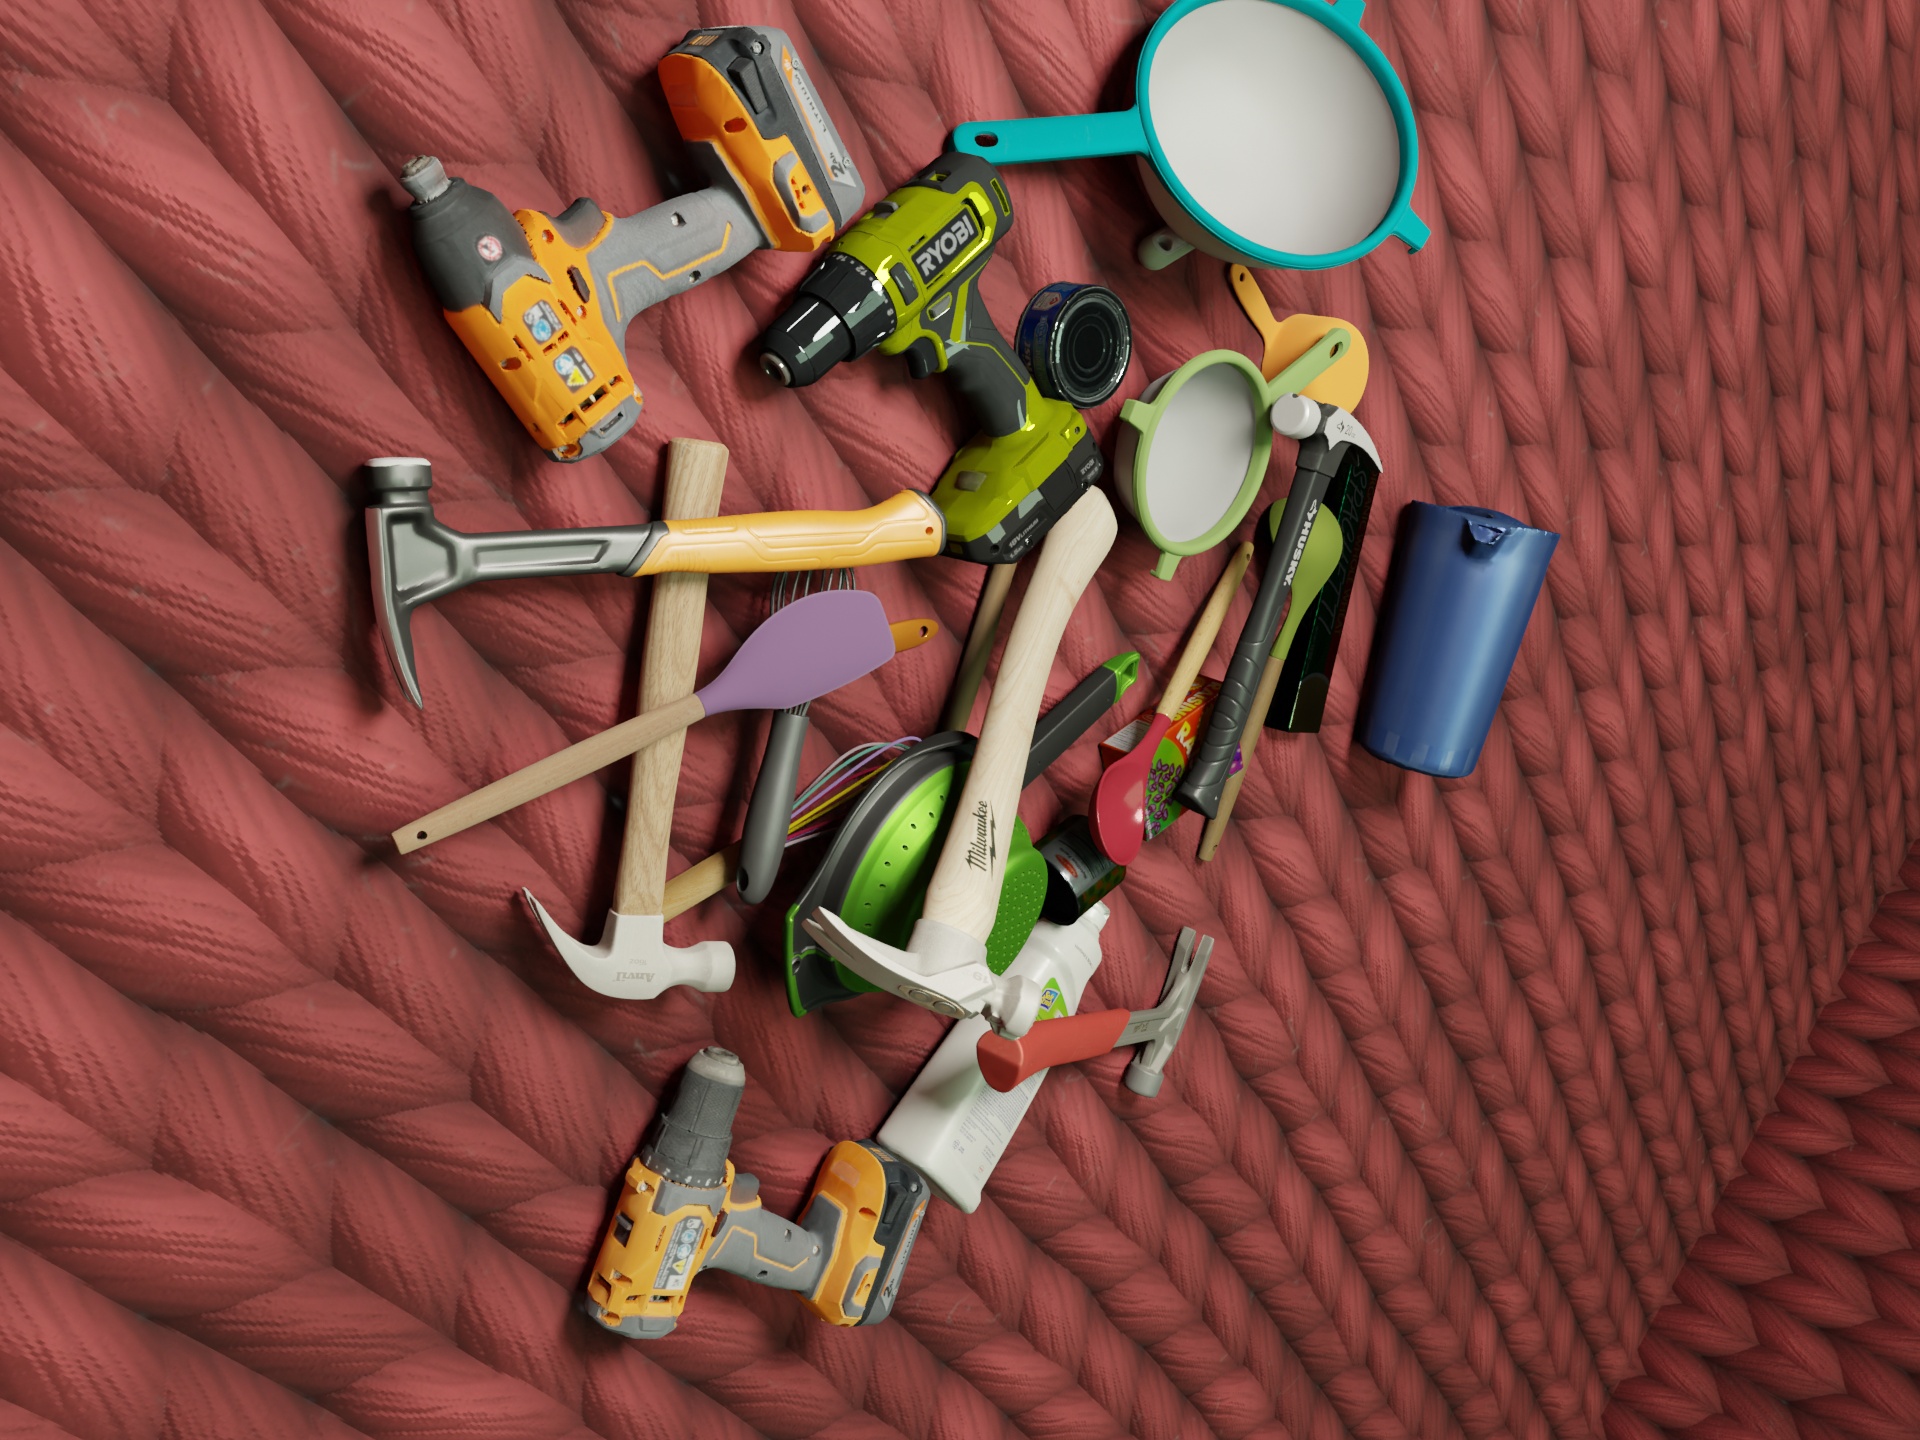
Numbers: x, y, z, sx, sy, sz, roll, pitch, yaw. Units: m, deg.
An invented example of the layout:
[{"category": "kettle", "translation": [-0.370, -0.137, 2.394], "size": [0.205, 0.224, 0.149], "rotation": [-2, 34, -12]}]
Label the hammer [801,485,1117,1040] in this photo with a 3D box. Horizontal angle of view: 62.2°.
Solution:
[{"category": "hammer", "translation": [0.025, -0.005, 1.032], "size": [0.146, 0.038, 0.411], "rotation": [27, 55, -13]}]

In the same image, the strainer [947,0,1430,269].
[{"category": "strainer", "translation": [0.143, -0.382, 1.082], "size": [0.340, 0.095, 0.211], "rotation": [-11, 82, -18]}]

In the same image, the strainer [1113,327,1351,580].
[{"category": "strainer", "translation": [0.194, -0.232, 1.193], "size": [0.256, 0.069, 0.151], "rotation": [-40, 133, -26]}]

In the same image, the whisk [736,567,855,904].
[{"category": "whisk", "translation": [-0.108, -0.003, 0.986], "size": [0.055, 0.055, 0.239], "rotation": [12, 91, -45]}]

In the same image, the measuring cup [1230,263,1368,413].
[{"category": "measuring cup", "translation": [0.267, -0.300, 1.253], "size": [0.173, 0.052, 0.095], "rotation": [40, 76, -46]}]

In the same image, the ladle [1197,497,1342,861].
[{"category": "ladle", "translation": [0.249, -0.033, 1.349], "size": [0.078, 0.062, 0.320], "rotation": [3, 109, -48]}]

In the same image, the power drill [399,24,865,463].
[{"category": "power drill", "translation": [-0.172, -0.265, 0.827], "size": [0.226, 0.084, 0.164], "rotation": [-46, 131, -17]}]

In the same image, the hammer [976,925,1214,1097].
[{"category": "hammer", "translation": [0.109, 0.235, 1.233], "size": [0.358, 0.037, 0.149], "rotation": [14, 96, -63]}]

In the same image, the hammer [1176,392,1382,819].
[{"category": "hammer", "translation": [0.240, -0.080, 1.243], "size": [0.146, 0.035, 0.334], "rotation": [4, 107, -52]}]

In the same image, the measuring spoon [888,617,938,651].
[{"category": "measuring spoon", "translation": [-0.057, -0.050, 1.060], "size": [0.117, 0.011, 0.021], "rotation": [-17, 116, -39]}]

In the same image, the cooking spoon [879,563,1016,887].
[{"category": "cooking spoon", "translation": [-0.002, -0.004, 1.125], "size": [0.068, 0.017, 0.319], "rotation": [13, 96, -52]}]

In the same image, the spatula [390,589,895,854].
[{"category": "spatula", "translation": [-0.172, 0.000, 0.906], "size": [0.316, 0.018, 0.059], "rotation": [-27, 107, -26]}]

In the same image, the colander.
[{"category": "colander", "translation": [0.042, 0.074, 1.107], "size": [0.397, 0.095, 0.204], "rotation": [-41, 147, -37]}]

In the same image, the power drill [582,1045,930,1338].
[{"category": "power drill", "translation": [-0.129, 0.321, 1.079], "size": [0.226, 0.084, 0.185], "rotation": [20, 89, -41]}]

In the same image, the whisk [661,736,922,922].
[{"category": "whisk", "translation": [-0.117, 0.076, 1.030], "size": [0.245, 0.047, 0.051], "rotation": [-31, 112, -28]}]

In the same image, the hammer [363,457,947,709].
[{"category": "hammer", "translation": [-0.155, -0.089, 0.890], "size": [0.336, 0.034, 0.127], "rotation": [-9, 103, -32]}]

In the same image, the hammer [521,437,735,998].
[{"category": "hammer", "translation": [-0.178, 0.001, 0.933], "size": [0.130, 0.031, 0.331], "rotation": [5, 97, -32]}]

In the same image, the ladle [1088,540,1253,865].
[{"category": "ladle", "translation": [0.168, -0.022, 1.238], "size": [0.069, 0.031, 0.315], "rotation": [52, 56, -37]}]

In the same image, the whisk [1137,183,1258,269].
[{"category": "whisk", "translation": [0.221, -0.394, 1.183], "size": [0.246, 0.059, 0.058], "rotation": [-36, 88, -24]}]

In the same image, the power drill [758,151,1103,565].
[{"category": "power drill", "translation": [-0.015, -0.210, 1.000], "size": [0.190, 0.080, 0.228], "rotation": [-47, 129, -22]}]
